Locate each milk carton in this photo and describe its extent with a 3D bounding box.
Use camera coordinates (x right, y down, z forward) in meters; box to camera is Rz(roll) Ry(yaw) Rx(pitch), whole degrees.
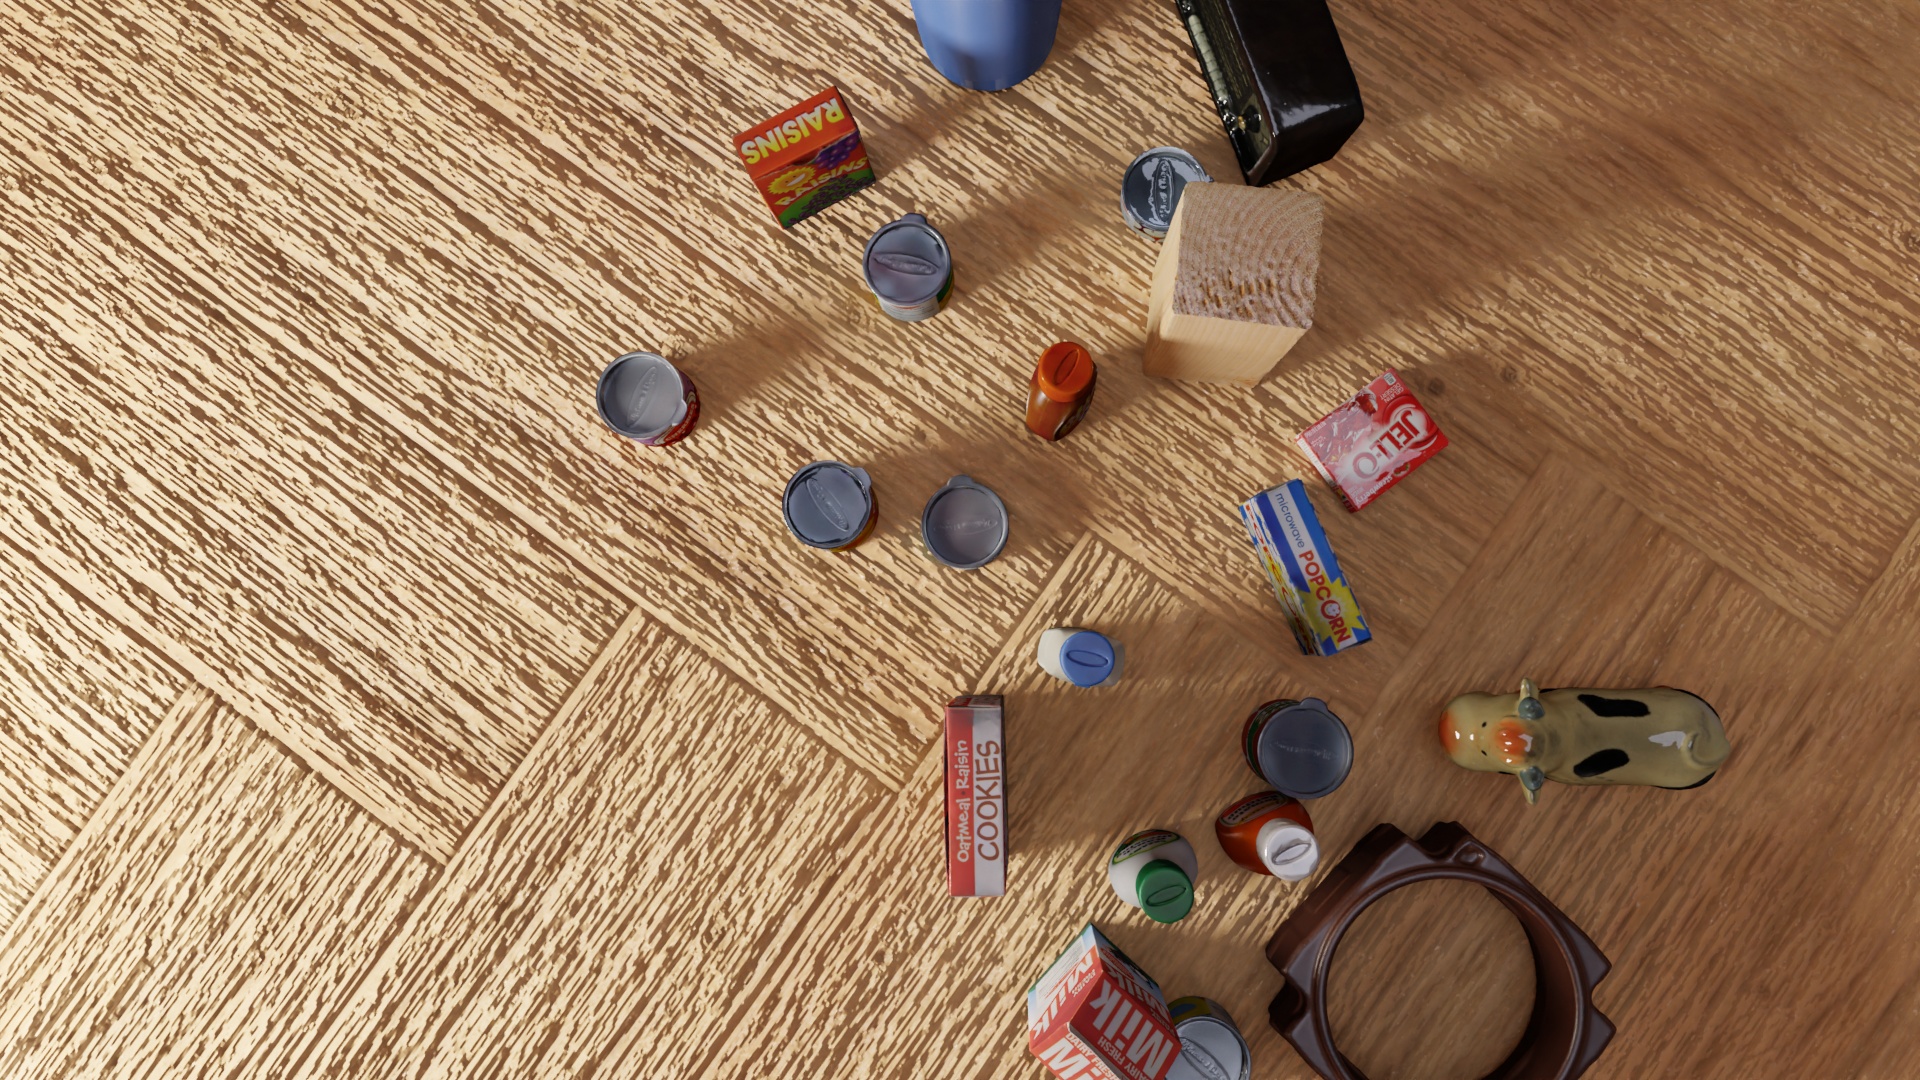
[{"bbox_3d":[0.095,0.329,0.944,0.072,0.190,0.073,43,89,5],"label":"milk carton"}]

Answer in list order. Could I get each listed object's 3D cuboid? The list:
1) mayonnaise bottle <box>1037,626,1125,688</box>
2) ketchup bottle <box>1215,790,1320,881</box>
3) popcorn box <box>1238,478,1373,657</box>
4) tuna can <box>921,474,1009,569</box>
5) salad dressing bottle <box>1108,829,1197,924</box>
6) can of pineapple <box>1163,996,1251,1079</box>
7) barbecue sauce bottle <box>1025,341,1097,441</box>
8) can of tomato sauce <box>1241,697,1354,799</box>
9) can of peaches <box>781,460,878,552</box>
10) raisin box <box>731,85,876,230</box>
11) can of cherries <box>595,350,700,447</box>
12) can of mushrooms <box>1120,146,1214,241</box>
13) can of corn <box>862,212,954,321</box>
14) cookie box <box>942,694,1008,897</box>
[{"bbox_3d":[0.088,0.082,0.985,0.065,0.148,0.041,11,87,3],"label":"mayonnaise bottle"},{"bbox_3d":[0.219,0.207,0.969,0.065,0.148,0.043,-25,85,1],"label":"ketchup bottle"},{"bbox_3d":[0.250,0.021,1.014,0.038,0.085,0.126,-23,85,1],"label":"popcorn box"},{"bbox_3d":[0.004,-0.013,1.054,0.071,0.033,0.071,0,86,2],"label":"tuna can"},{"bbox_3d":[0.138,0.235,0.971,0.064,0.147,0.044,-21,85,1],"label":"salad dressing bottle"},{"bbox_3d":[0.171,0.370,1.004,0.071,0.058,0.071,0,86,3],"label":"can of pineapple"},{"bbox_3d":[0.074,-0.111,1.001,0.044,0.148,0.065,33,88,4],"label":"barbecue sauce bottle"},{"bbox_3d":[0.242,0.147,1.006,0.071,0.083,0.071,0,86,3],"label":"can of tomato sauce"},{"bbox_3d":[-0.095,-0.026,1.047,0.071,0.058,0.071,0,86,3],"label":"can of peaches"},{"bbox_3d":[-0.114,-0.282,1.035,0.086,0.123,0.040,-26,85,1],"label":"raisin box"},{"bbox_3d":[-0.235,-0.105,1.059,0.071,0.058,0.071,0,86,3],"label":"can of cherries"},{"bbox_3d":[0.158,-0.265,1.067,0.071,0.033,0.071,0,86,2],"label":"can of mushrooms"},{"bbox_3d":[-0.038,-0.207,1.058,0.071,0.058,0.071,0,86,3],"label":"can of corn"},{"bbox_3d":[0.012,0.173,0.971,0.040,0.167,0.123,-2,86,3],"label":"cookie box"}]
